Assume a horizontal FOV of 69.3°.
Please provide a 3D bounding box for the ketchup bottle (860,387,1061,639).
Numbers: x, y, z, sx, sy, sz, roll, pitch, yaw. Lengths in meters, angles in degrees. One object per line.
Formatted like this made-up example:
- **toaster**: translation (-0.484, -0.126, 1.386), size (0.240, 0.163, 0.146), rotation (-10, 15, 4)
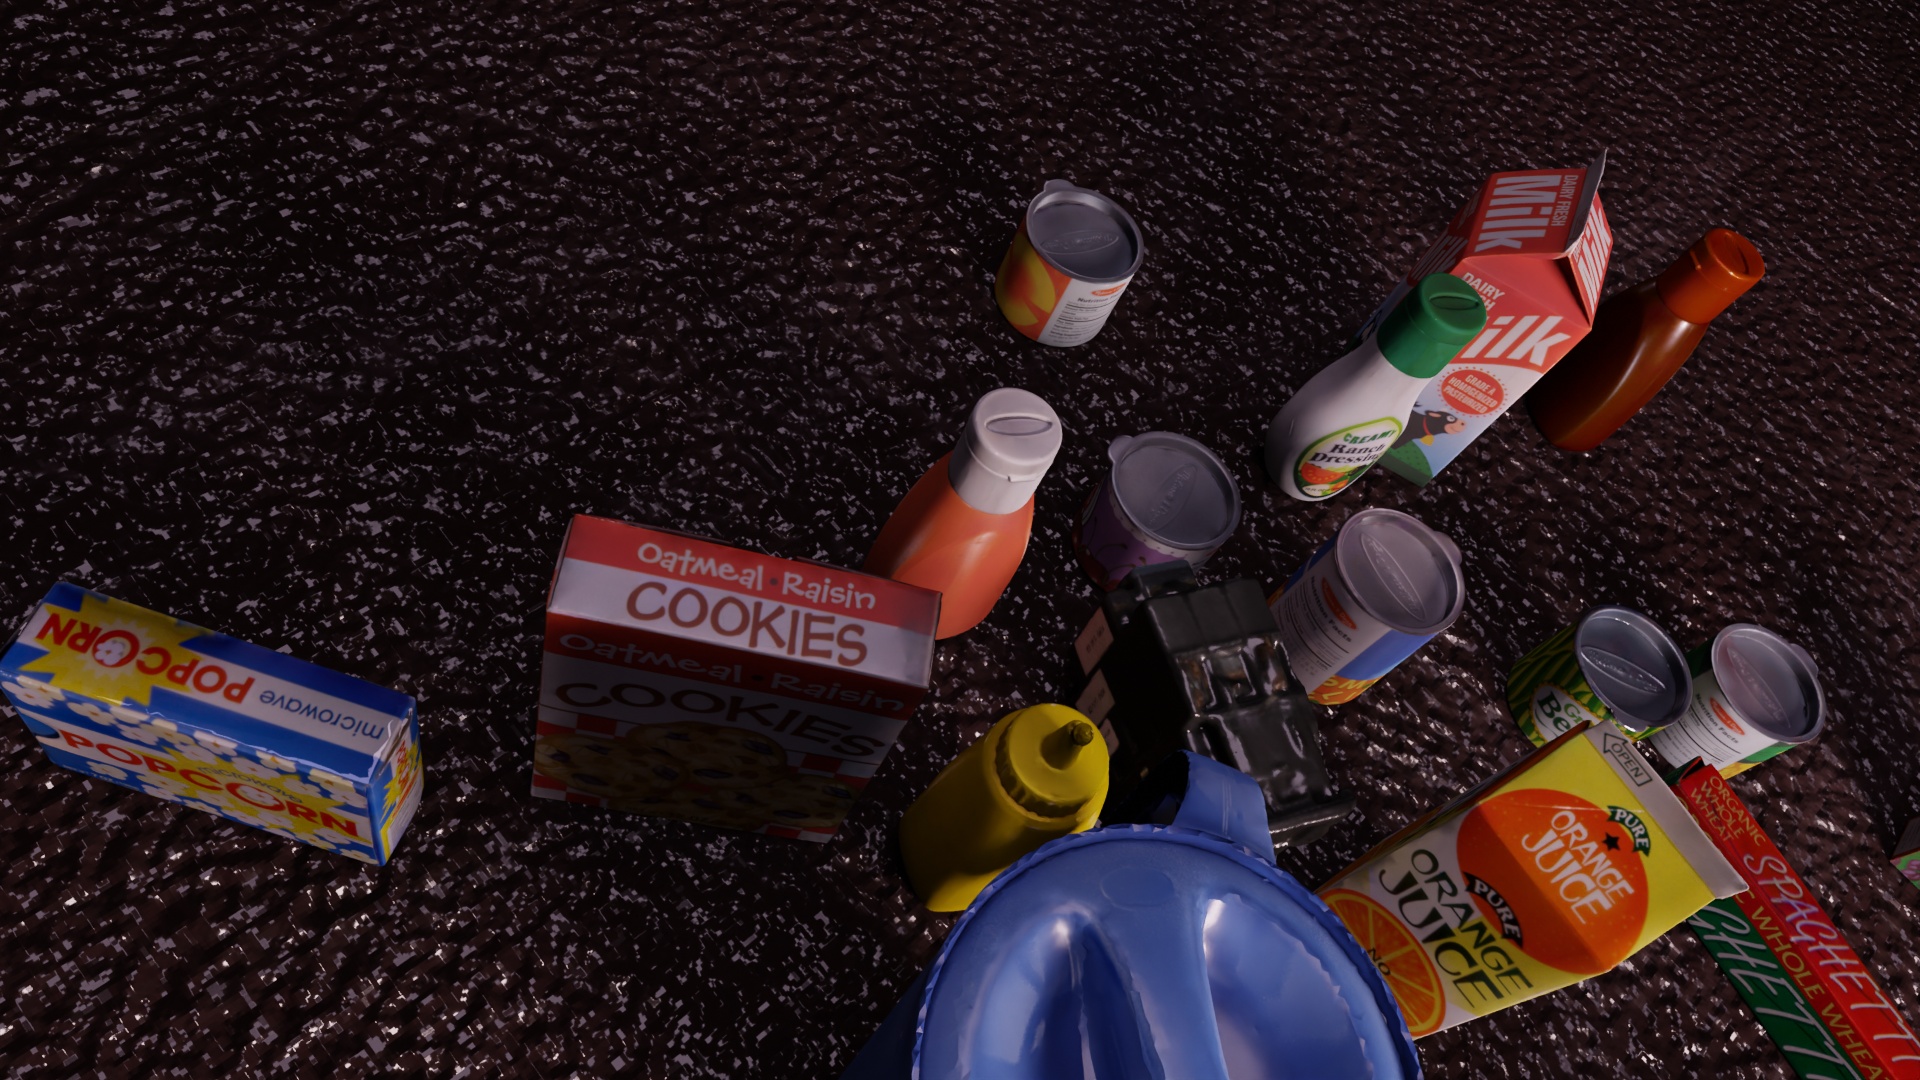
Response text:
- **ketchup bottle**: translation (0.002, -0.007, 0.589), size (0.065, 0.148, 0.044), rotation (-4, 62, -21)

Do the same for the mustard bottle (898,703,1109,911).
- **mustard bottle**: translation (0.022, 0.097, 0.526), size (0.065, 0.159, 0.049), rotation (-12, 65, -25)

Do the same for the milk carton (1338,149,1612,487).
- **milk carton**: translation (0.268, -0.116, 0.721), size (0.073, 0.189, 0.073), rotation (29, 56, 0)

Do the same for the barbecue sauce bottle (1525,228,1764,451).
- **barbecue sauce bottle**: translation (0.383, -0.114, 0.784), size (0.044, 0.147, 0.065), rotation (6, 59, -16)

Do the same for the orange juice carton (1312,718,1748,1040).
- **orange juice carton**: translation (0.217, 0.135, 0.550), size (0.073, 0.191, 0.072), rotation (-25, 71, -29)

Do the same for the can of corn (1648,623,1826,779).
- **can of corn**: translation (0.402, 0.084, 0.726), size (0.071, 0.058, 0.071), rotation (9, 58, -14)

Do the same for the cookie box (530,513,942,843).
- **cookie box**: translation (-0.089, 0.058, 0.508), size (0.123, 0.166, 0.040), rotation (12, 57, -12)

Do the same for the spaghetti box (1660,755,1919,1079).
- **spaghetti box**: translation (0.404, 0.221, 0.649), size (0.029, 0.050, 0.250), rotation (-20, 68, -28)

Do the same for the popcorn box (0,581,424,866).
- **popcorn box**: translation (-0.259, 0.068, 0.493), size (0.127, 0.084, 0.038), rotation (20, 56, -7)

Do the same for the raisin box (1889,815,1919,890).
- **raisin box**: translation (0.552, 0.161, 0.691), size (0.040, 0.122, 0.086), rotation (-35, 76, -32)

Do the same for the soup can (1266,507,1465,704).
- **soup can**: translation (0.192, 0.033, 0.670), size (0.071, 0.083, 0.071), rotation (9, 58, -14)

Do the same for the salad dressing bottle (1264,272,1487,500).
- **salad dressing bottle**: translation (0.207, -0.075, 0.701), size (0.064, 0.147, 0.044), rotation (-2, 61, -20)

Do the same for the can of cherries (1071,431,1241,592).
- **can of cherries**: translation (0.092, -0.012, 0.678), size (0.071, 0.058, 0.072), rotation (9, 58, -14)

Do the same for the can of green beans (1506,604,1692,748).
- **can of green beans**: translation (0.322, 0.074, 0.705), size (0.071, 0.057, 0.071), rotation (9, 58, -14)

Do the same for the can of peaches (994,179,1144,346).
- **can of peaches**: translation (0.056, -0.148, 0.748), size (0.071, 0.057, 0.071), rotation (9, 58, -14)
